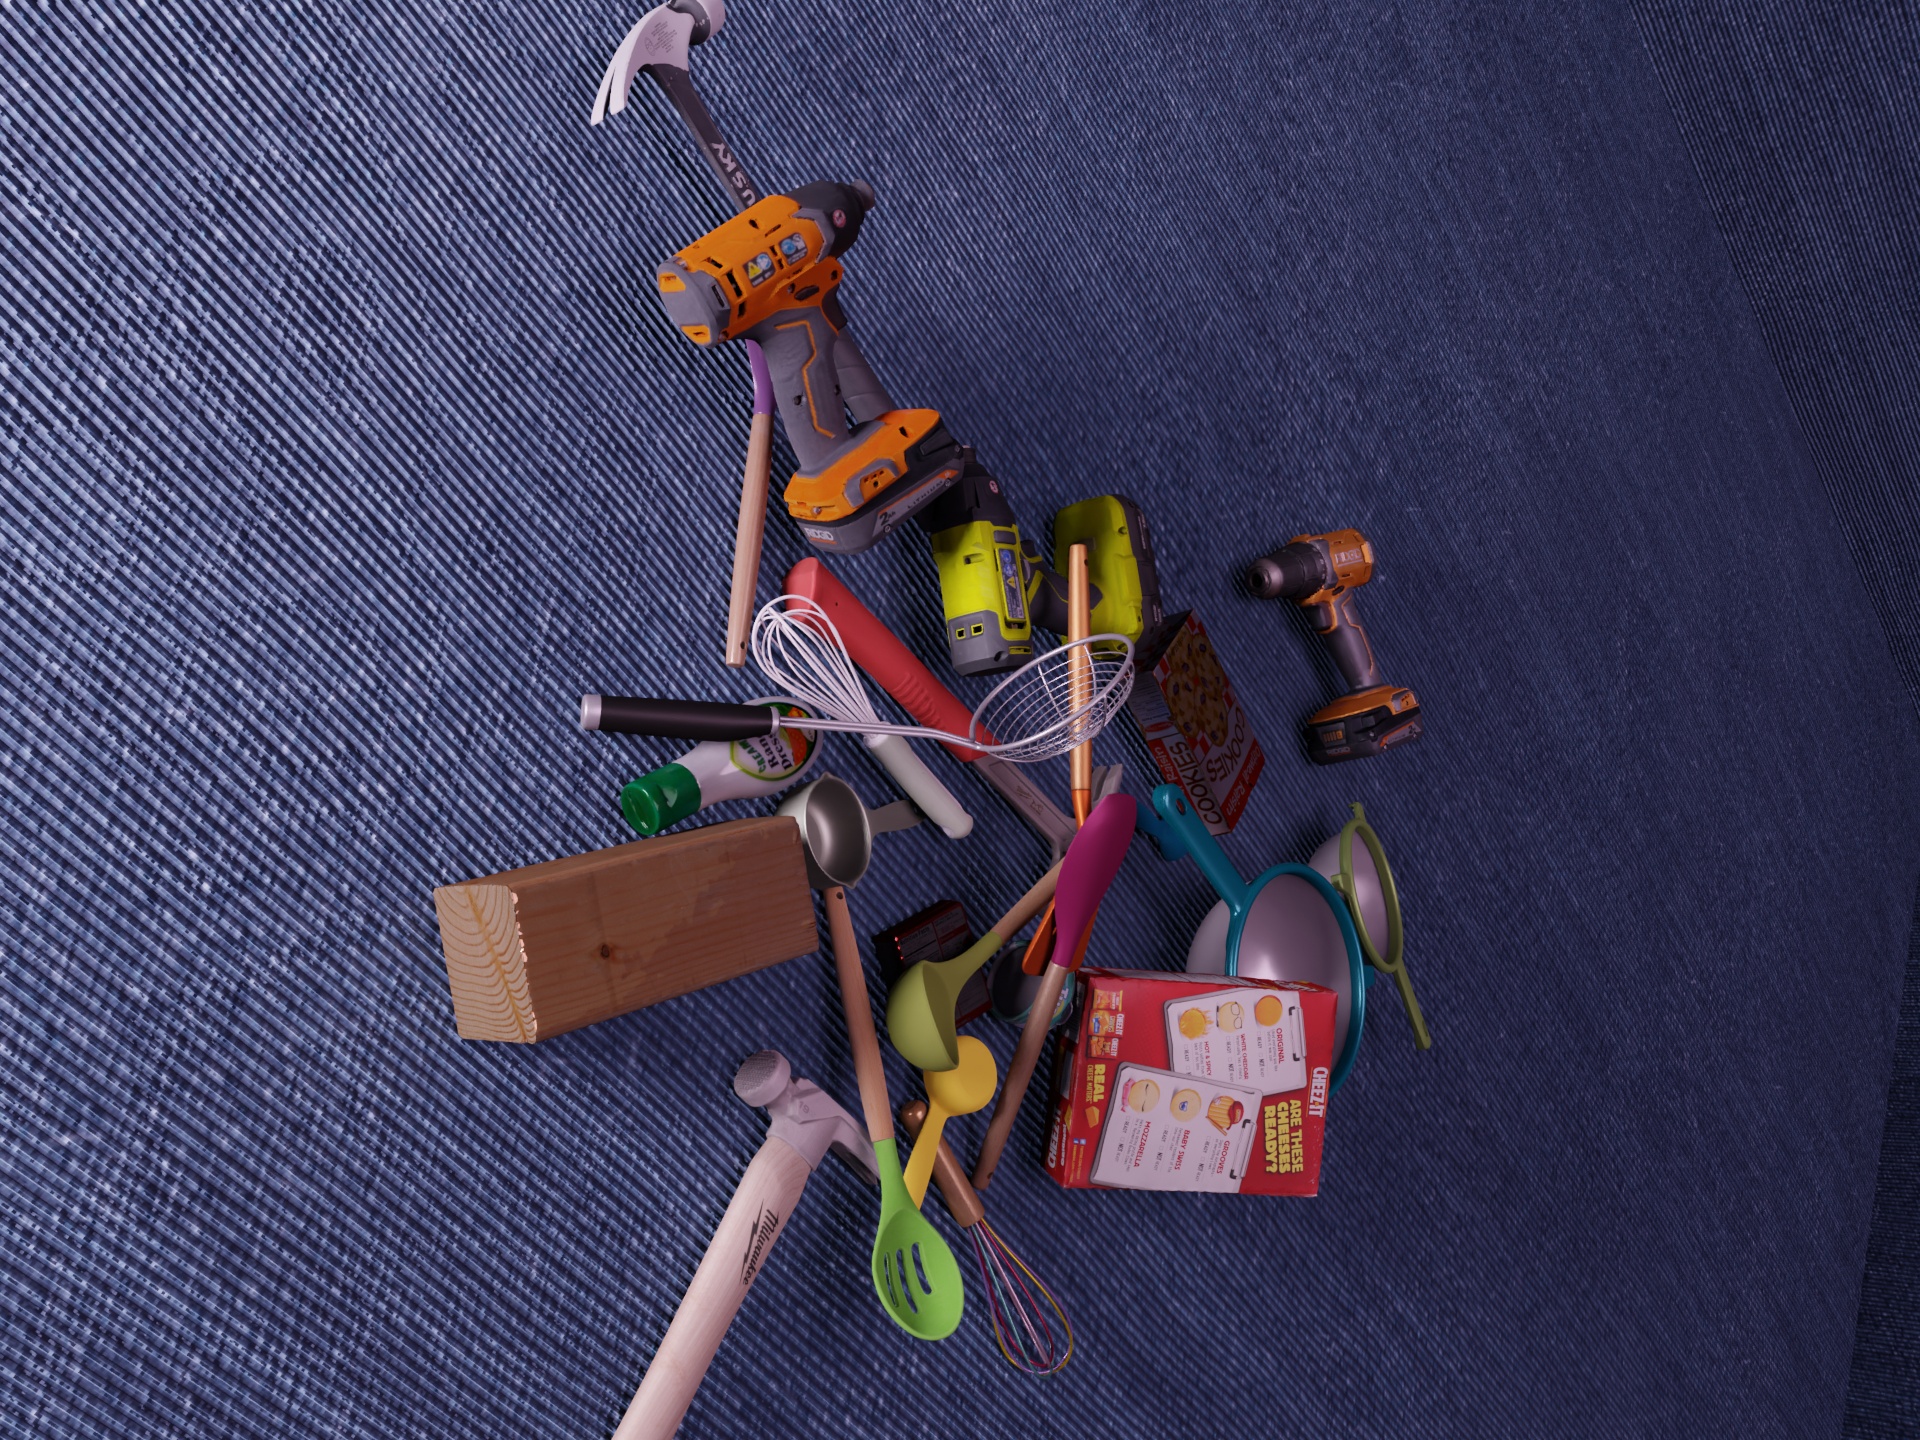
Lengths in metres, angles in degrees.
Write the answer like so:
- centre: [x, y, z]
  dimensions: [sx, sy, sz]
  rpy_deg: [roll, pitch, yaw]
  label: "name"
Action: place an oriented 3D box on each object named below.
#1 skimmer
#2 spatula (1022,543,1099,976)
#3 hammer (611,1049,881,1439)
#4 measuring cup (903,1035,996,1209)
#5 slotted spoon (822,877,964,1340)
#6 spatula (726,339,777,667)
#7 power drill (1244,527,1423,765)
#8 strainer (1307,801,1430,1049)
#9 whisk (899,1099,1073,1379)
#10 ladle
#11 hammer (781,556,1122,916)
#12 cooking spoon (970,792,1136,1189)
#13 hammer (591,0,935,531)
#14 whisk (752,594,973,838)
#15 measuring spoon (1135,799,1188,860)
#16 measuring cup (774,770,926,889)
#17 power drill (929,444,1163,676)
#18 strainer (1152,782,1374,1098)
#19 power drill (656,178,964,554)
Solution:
- centre: [-0.061, -0.025, 1.046]
  dimensions: [0.363, 0.127, 0.090]
  rpy_deg: [3, 102, -19]
  label: "skimmer"
- centre: [0.082, 0.028, 1.187]
  dimensions: [0.081, 0.041, 0.323]
  rpy_deg: [10, 78, -54]
  label: "spatula"
- centre: [-0.173, 0.414, 0.977]
  dimensions: [0.146, 0.038, 0.411]
  rpy_deg: [50, 52, -29]
  label: "hammer"
- centre: [-0.012, 0.292, 1.126]
  dimensions: [0.062, 0.029, 0.157]
  rpy_deg: [46, 43, -25]
  label: "measuring cup"
- centre: [-0.056, 0.260, 1.085]
  dimensions: [0.070, 0.031, 0.314]
  rpy_deg: [0, 70, -43]
  label: "slotted spoon"
- centre: [-0.140, -0.189, 1.121]
  dimensions: [0.059, 0.018, 0.316]
  rpy_deg: [20, 69, -45]
  label: "spatula"
- centre: [0.364, -0.073, 1.568]
  dimensions: [0.185, 0.084, 0.226]
  rpy_deg: [-15, 90, -45]
  label: "power drill"
- centre: [0.391, 0.219, 1.551]
  dimensions: [0.256, 0.069, 0.151]
  rpy_deg: [66, 29, -19]
  label: "strainer"
- centre: [0.015, 0.386, 1.170]
  dimensions: [0.245, 0.047, 0.051]
  rpy_deg: [63, 35, -12]
  label: "whisk"
- centre: [0.050, 0.149, 1.185]
  dimensions: [0.320, 0.062, 0.078]
  rpy_deg: [-38, 115, -43]
  label: "ladle"
- centre: [-0.002, -0.004, 1.217]
  dimensions: [0.358, 0.037, 0.149]
  rpy_deg: [45, 55, -31]
  label: "hammer"
- centre: [0.065, 0.201, 1.164]
  dimensions: [0.068, 0.017, 0.319]
  rpy_deg: [8, 105, -48]
  label: "cooking spoon"
- centre: [-0.114, -0.305, 1.134]
  dimensions: [0.408, 0.036, 0.149]
  rpy_deg: [57, 42, -28]
  label: "hammer"
- centre: [-0.064, 0.004, 1.135]
  dimensions: [0.059, 0.058, 0.246]
  rpy_deg: [-49, 122, -13]
  label: "whisk"
- centre: [0.171, 0.088, 1.365]
  dimensions: [0.128, 0.021, 0.042]
  rpy_deg: [34, 59, -53]
  label: "measuring spoon"
- centre: [-0.077, 0.076, 1.136]
  dimensions: [0.167, 0.038, 0.083]
  rpy_deg: [-8, 84, -62]
  label: "measuring cup"
- centre: [0.065, -0.123, 1.253]
  dimensions: [0.223, 0.080, 0.171]
  rpy_deg: [-2, 82, -52]
  label: "power drill"
- centre: [0.230, 0.186, 1.378]
  dimensions: [0.340, 0.095, 0.211]
  rpy_deg: [54, 50, -23]
  label: "strainer"
- centre: [-0.086, -0.246, 1.082]
  dimensions: [0.164, 0.084, 0.226]
  rpy_deg: [-41, 120, -22]
  label: "power drill"
